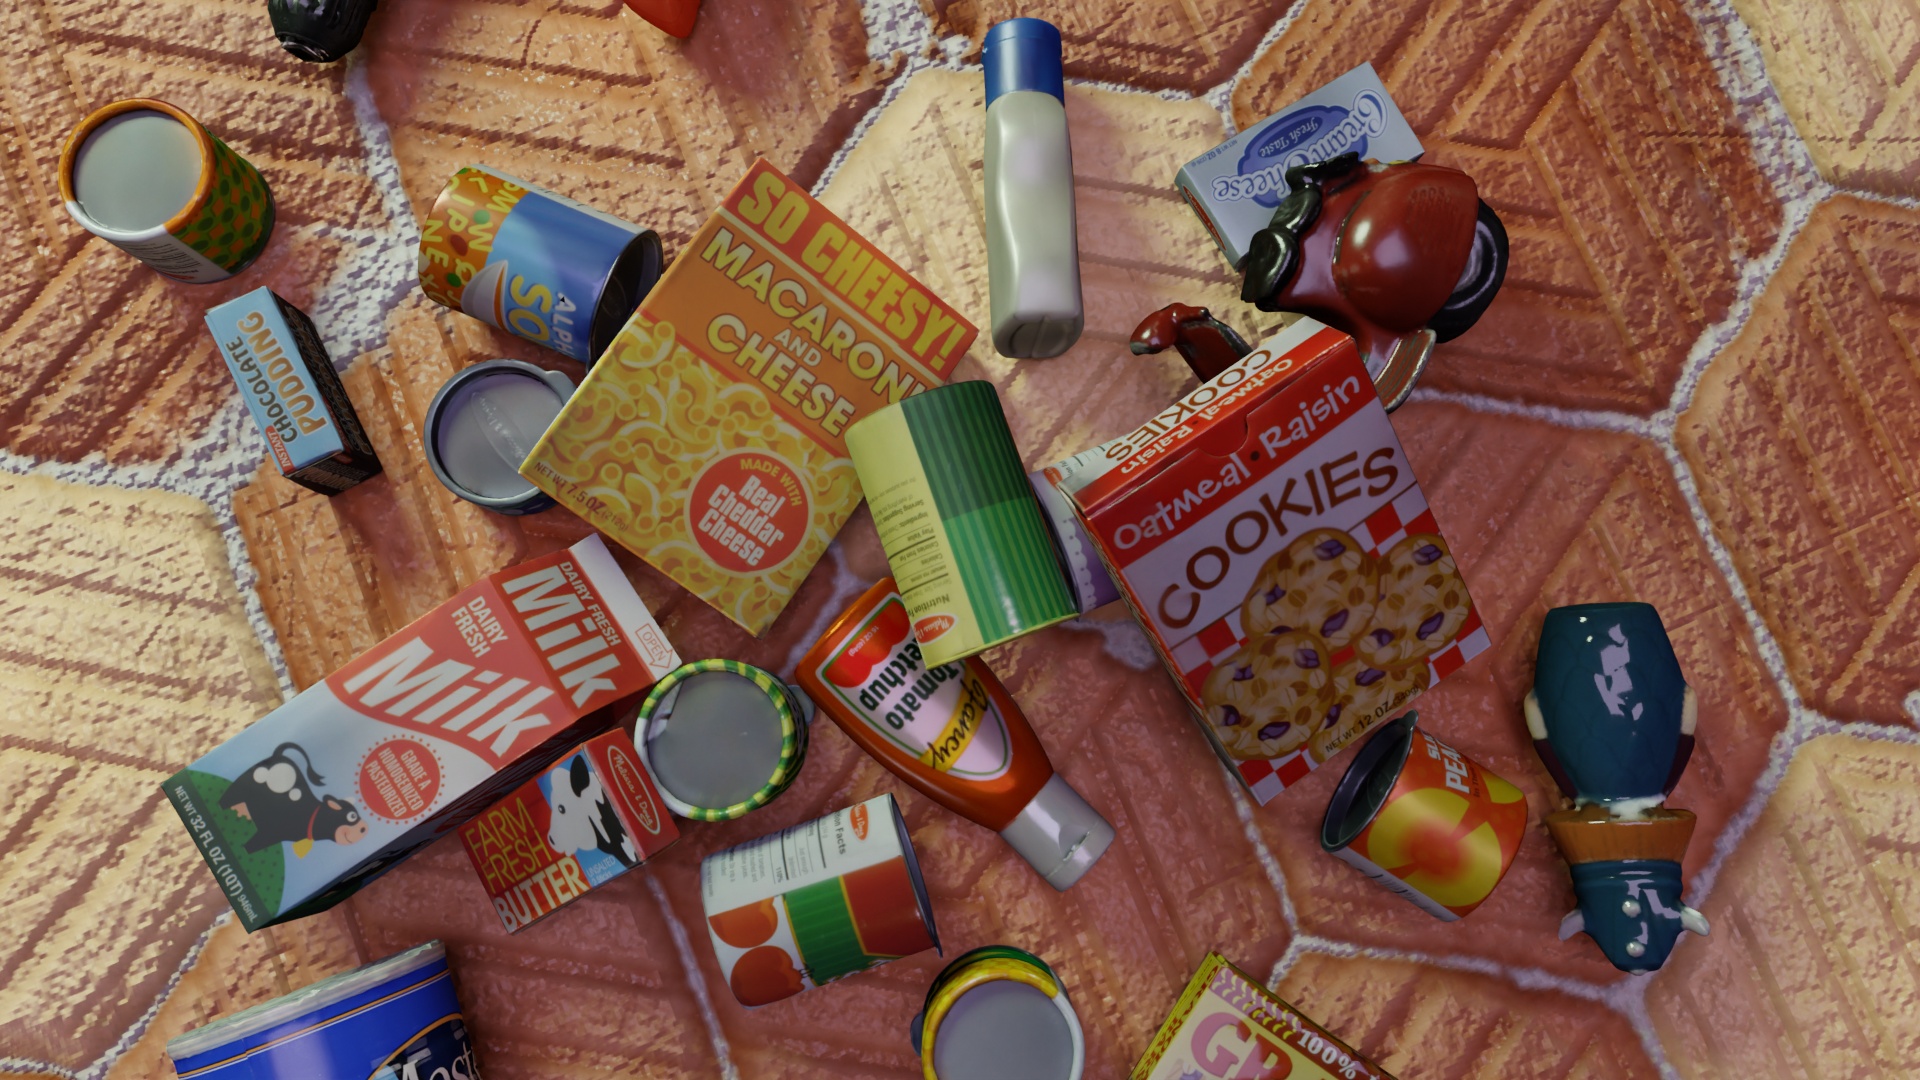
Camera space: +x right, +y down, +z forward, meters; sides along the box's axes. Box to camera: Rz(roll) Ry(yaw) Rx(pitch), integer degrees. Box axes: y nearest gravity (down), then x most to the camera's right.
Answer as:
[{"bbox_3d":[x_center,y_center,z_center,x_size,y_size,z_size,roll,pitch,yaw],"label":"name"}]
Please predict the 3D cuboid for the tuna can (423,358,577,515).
[{"bbox_3d":[-0.198,-0.047,0.619,0.071,0.033,0.071,0,82,-1],"label":"tuna can"}]

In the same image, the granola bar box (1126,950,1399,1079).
[{"bbox_3d":[0.142,0.272,0.576,0.165,0.039,0.124,34,83,4],"label":"granola bar box"}]

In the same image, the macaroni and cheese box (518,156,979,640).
[{"bbox_3d":[-0.090,-0.061,0.603,0.123,0.040,0.166,37,82,-15],"label":"macaroni and cheese box"}]

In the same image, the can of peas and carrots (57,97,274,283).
[{"bbox_3d":[-0.352,-0.157,0.619,0.071,0.058,0.071,0,82,-1],"label":"can of peas and carrots"}]

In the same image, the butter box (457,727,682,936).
[{"bbox_3d":[-0.163,0.121,0.571,0.103,0.024,0.053,-33,83,34],"label":"butter box"}]

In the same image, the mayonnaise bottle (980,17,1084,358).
[{"bbox_3d":[0.031,-0.160,0.626,0.041,0.064,0.148,-1,78,-4],"label":"mayonnaise bottle"}]

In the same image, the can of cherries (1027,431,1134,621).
[{"bbox_3d":[0.065,-0.006,0.603,0.058,0.071,0.071,-22,83,-5],"label":"can of cherries"}]

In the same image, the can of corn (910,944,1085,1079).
[{"bbox_3d":[0.014,0.206,0.574,0.071,0.058,0.071,0,82,-1],"label":"can of corn"}]

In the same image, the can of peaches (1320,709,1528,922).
[{"bbox_3d":[0.196,0.116,0.585,0.058,0.071,0.071,32,83,3],"label":"can of peaches"}]

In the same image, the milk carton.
[{"bbox_3d":[-0.215,0.076,0.581,0.191,0.073,0.072,-34,84,-6],"label":"milk carton"}]

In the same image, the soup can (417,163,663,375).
[{"bbox_3d":[-0.185,-0.118,0.612,0.084,0.071,0.071,22,82,3],"label":"soup can"}]

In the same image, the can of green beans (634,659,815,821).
[{"bbox_3d":[-0.100,0.084,0.589,0.071,0.057,0.071,0,82,-1],"label":"can of green beans"}]

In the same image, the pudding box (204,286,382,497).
[{"bbox_3d":[-0.293,-0.065,0.611,0.030,0.049,0.084,-28,83,-6],"label":"pudding box"}]

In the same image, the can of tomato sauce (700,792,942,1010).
[{"bbox_3d":[-0.057,0.151,0.577,0.083,0.071,0.071,-18,83,-3],"label":"can of tomato sauce"}]

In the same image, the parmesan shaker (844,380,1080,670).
[{"bbox_3d":[0.002,-0.007,0.564,0.071,0.071,0.103,-19,84,-3],"label":"parmesan shaker"}]

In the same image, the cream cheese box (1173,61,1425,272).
[{"bbox_3d":[0.158,-0.174,0.648,0.104,0.024,0.053,-31,85,-5],"label":"cream cheese box"}]

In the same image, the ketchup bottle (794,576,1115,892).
[{"bbox_3d":[0.001,0.087,0.598,0.149,0.043,0.065,43,77,4],"label":"ketchup bottle"}]

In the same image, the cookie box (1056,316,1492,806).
[{"bbox_3d":[0.132,0.012,0.568,0.123,0.040,0.167,-34,117,-2],"label":"cookie box"}]
